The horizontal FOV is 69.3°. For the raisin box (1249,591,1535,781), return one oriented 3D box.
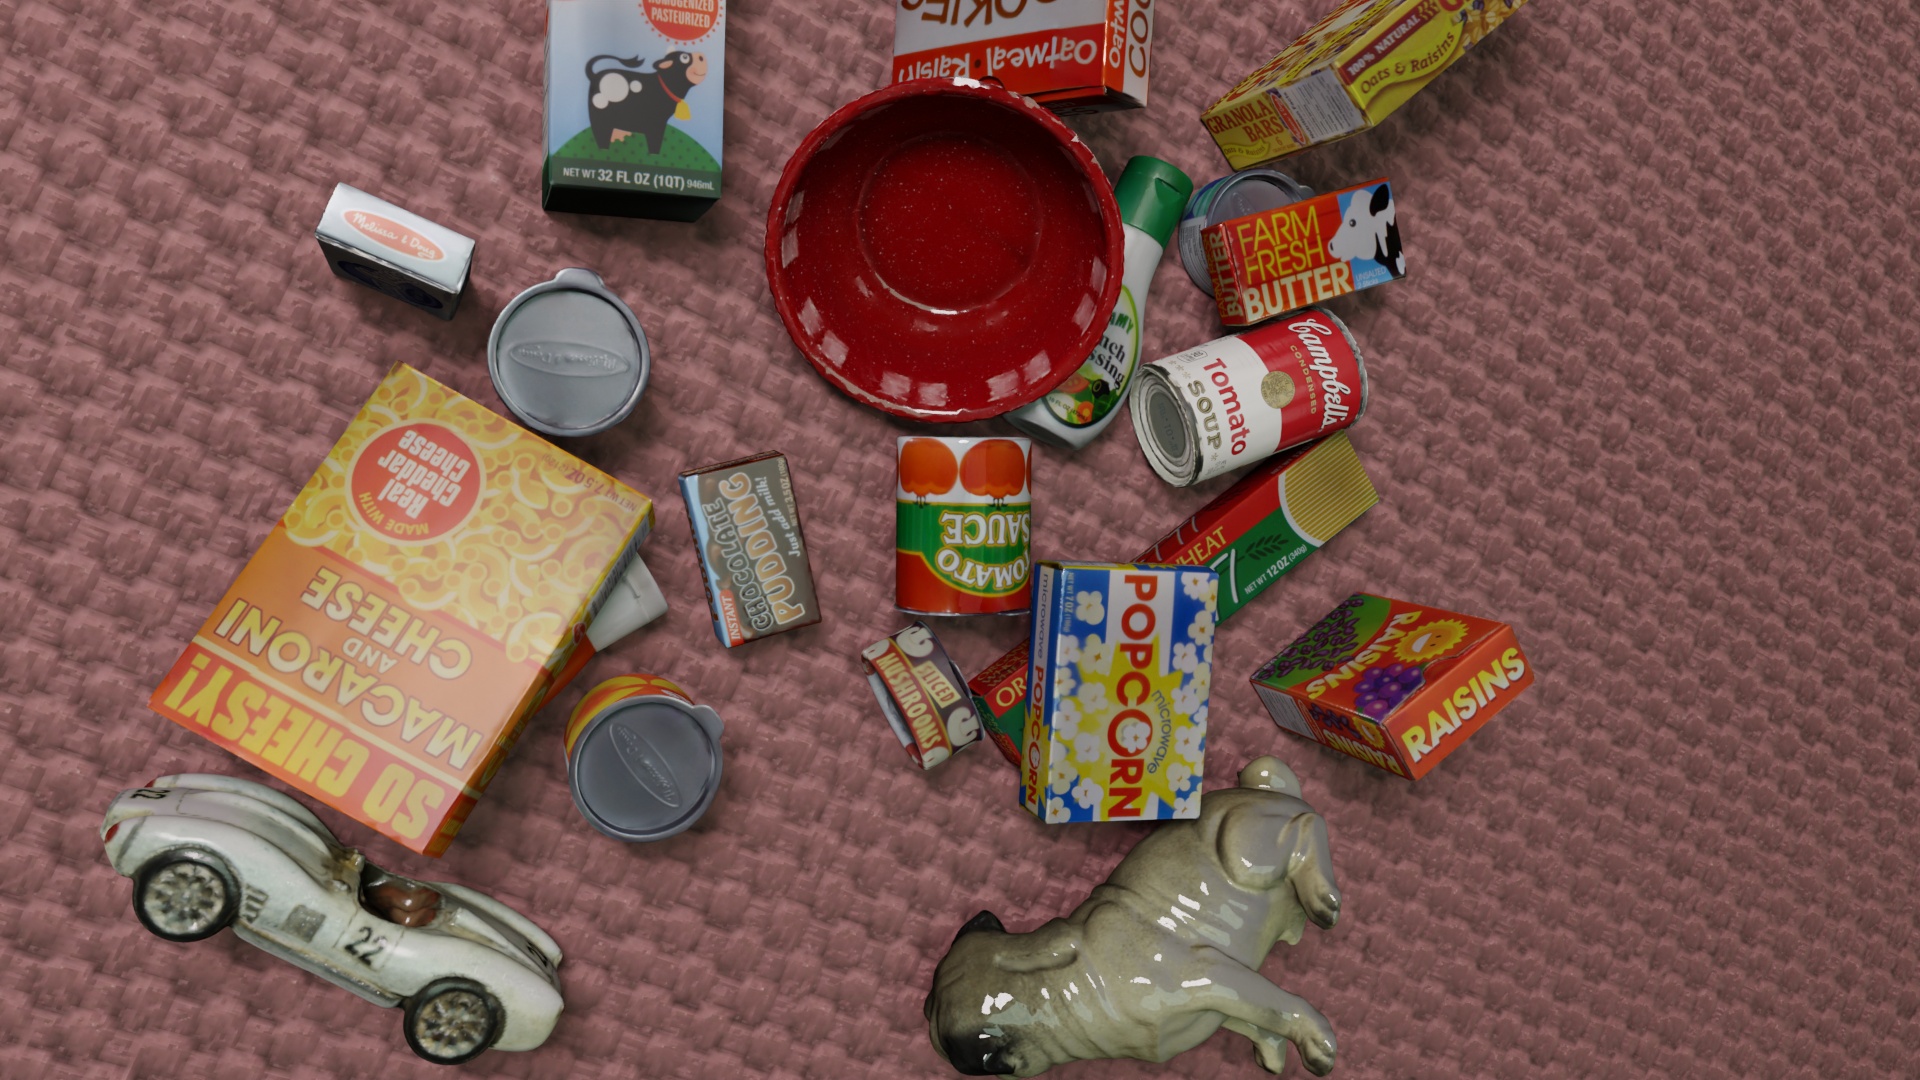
[{"bbox_3d":[0.221,0.071,0.723,0.086,0.123,0.040,-35,105,-13],"label":"raisin box"}]

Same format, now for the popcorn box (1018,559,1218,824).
[{"bbox_3d":[0.078,0.073,0.686,0.085,0.038,0.126,2,94,-20],"label":"popcorn box"}]

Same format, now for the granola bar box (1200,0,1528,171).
[{"bbox_3d":[0.217,-0.255,0.694,0.166,0.124,0.039,-40,106,-12],"label":"granola bar box"}]

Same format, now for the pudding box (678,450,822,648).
[{"bbox_3d":[-0.099,0.003,0.655,0.050,0.030,0.083,-14,99,-17],"label":"pudding box"}]

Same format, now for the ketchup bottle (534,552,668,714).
[{"bbox_3d":[-0.203,0.053,0.615,0.149,0.043,0.064,-30,96,-15],"label":"ketchup bottle"}]

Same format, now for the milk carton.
[{"bbox_3d":[-0.141,-0.239,0.597,0.072,0.073,0.190,0,94,-19],"label":"milk carton"}]

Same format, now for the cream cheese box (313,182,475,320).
[{"bbox_3d":[-0.226,-0.114,0.561,0.053,0.104,0.024,23,85,-21],"label":"cream cheese box"}]

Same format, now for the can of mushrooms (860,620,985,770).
[{"bbox_3d":[-0.018,0.074,0.667,0.033,0.071,0.071,-27,103,-13],"label":"can of mushrooms"}]

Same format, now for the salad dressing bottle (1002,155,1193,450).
[{"bbox_3d":[0.070,-0.120,0.697,0.064,0.044,0.147,26,85,-21],"label":"salad dressing bottle"}]

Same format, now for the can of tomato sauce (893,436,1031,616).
[{"bbox_3d":[0.002,-0.008,0.668,0.071,0.071,0.083,-1,95,-19],"label":"can of tomato sauce"}]

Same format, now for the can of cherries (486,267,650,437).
[{"bbox_3d":[-0.171,-0.081,0.608,0.071,0.058,0.071,-2,95,-18],"label":"can of cherries"}]

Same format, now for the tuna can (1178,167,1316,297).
[{"bbox_3d":[0.152,-0.161,0.727,0.071,0.033,0.071,-2,95,-19],"label":"tuna can"}]

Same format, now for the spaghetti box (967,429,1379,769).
[{"bbox_3d":[0.114,0.027,0.732,0.251,0.028,0.050,-36,105,-13],"label":"spaghetti box"}]

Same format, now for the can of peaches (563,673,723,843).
[{"bbox_3d":[-0.144,0.096,0.632,0.071,0.058,0.071,-1,94,-19],"label":"can of peaches"}]

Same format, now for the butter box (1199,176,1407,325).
[{"bbox_3d":[0.175,-0.146,0.705,0.104,0.024,0.053,-18,101,-18],"label":"butter box"}]

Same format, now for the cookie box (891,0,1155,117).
[{"bbox_3d":[0.029,-0.276,0.627,0.040,0.123,0.167,-1,96,-51],"label":"cookie box"}]

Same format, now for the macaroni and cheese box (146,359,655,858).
[{"bbox_3d":[-0.223,0.027,0.573,0.124,0.040,0.167,29,72,-1],"label":"macaroni and cheese box"}]
